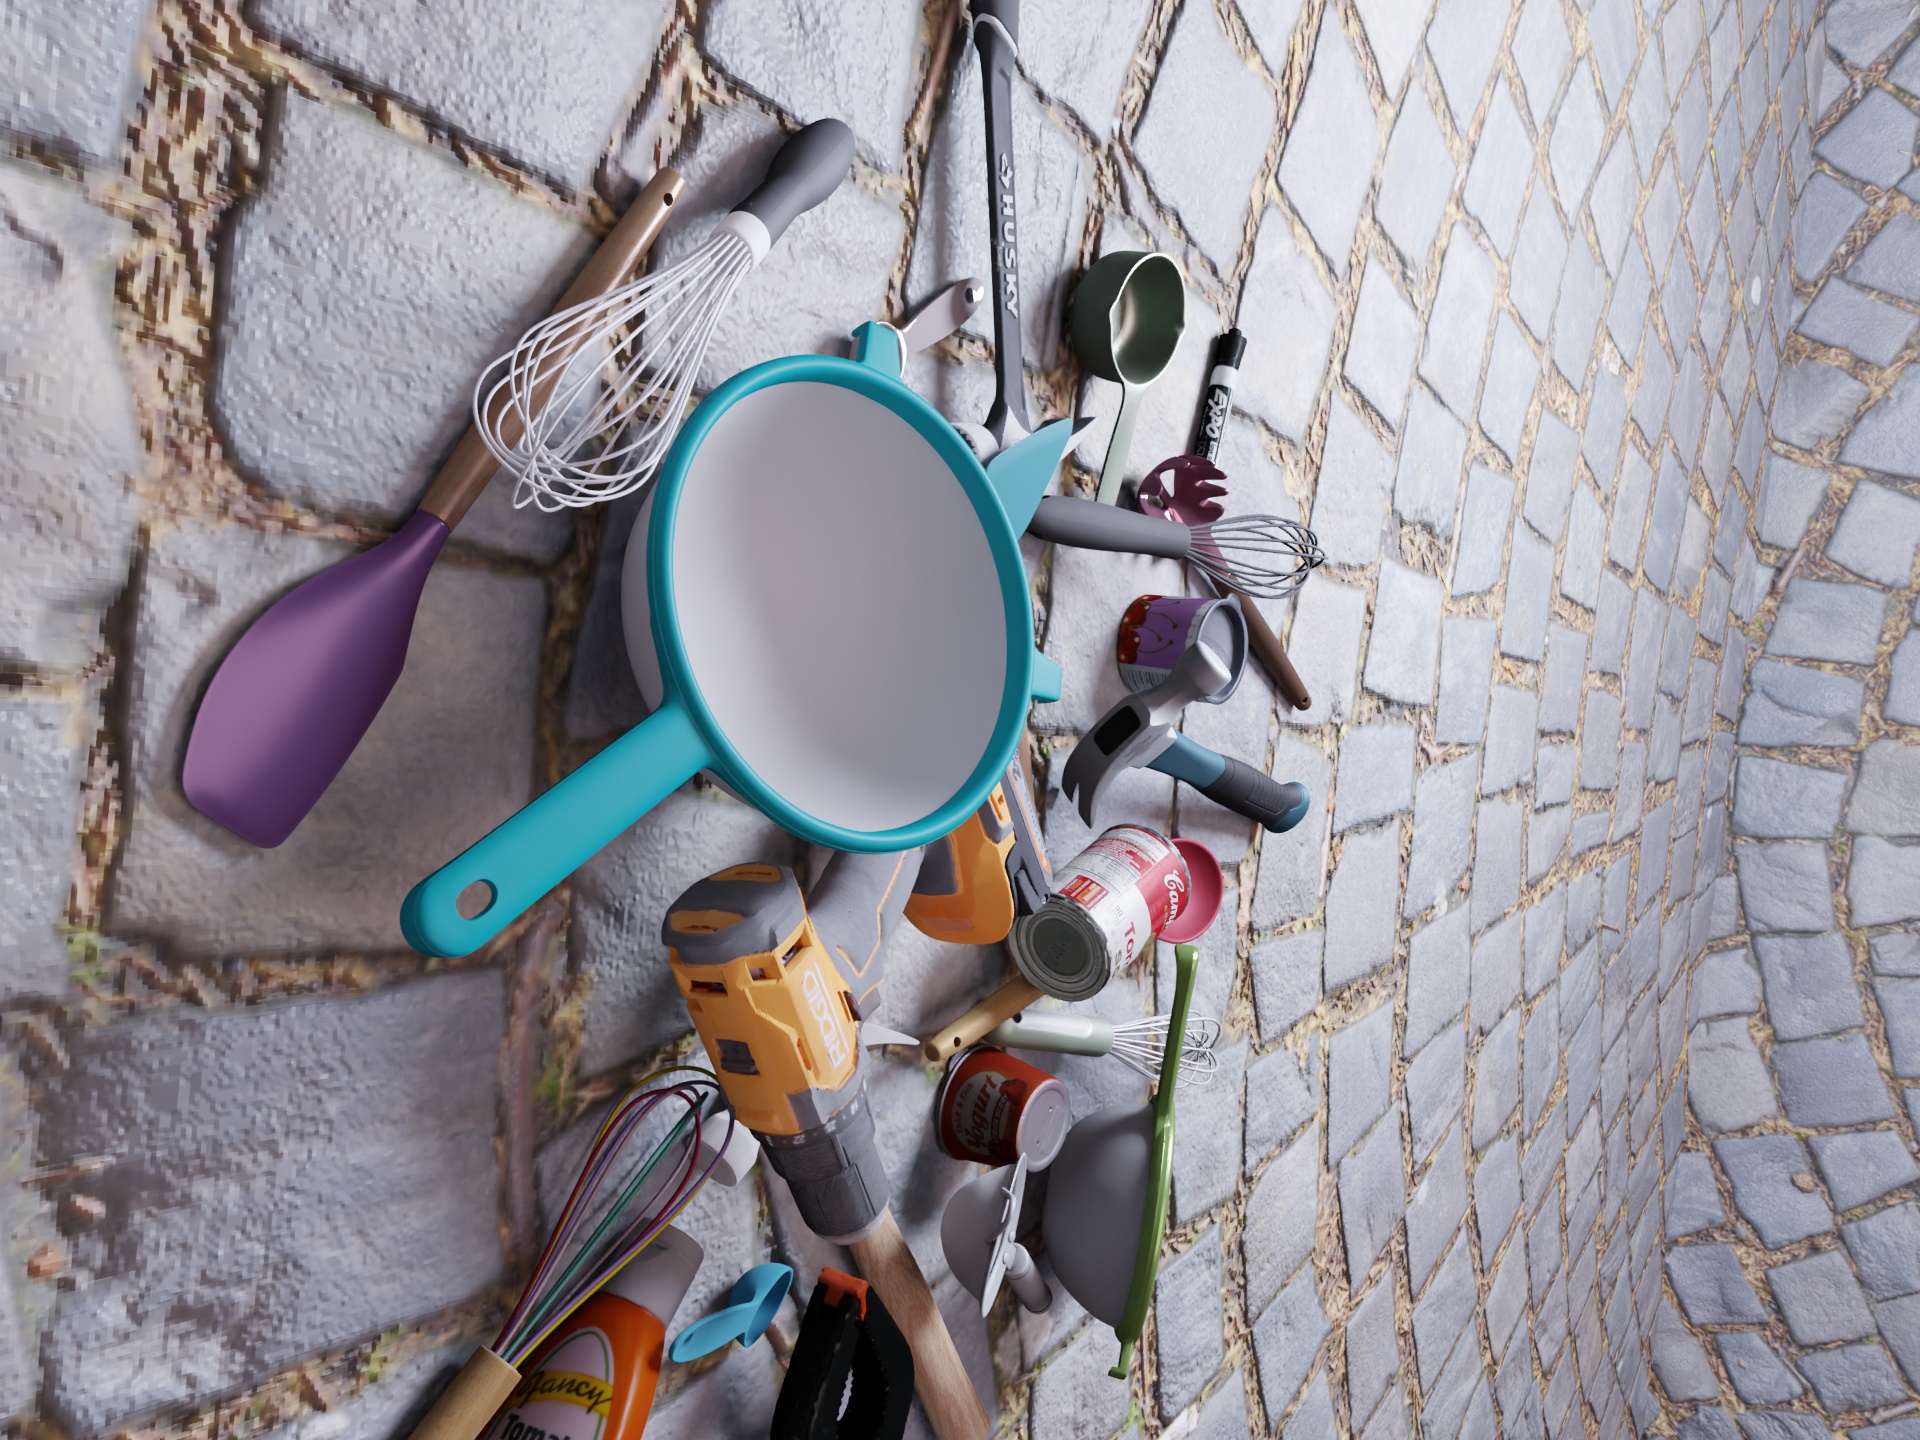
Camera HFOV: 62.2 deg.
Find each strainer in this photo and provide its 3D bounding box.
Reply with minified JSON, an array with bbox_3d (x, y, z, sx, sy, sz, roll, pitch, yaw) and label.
[{"bbox_3d":[0.092,0.248,0.956,0.151,0.069,0.256,-67,165,-72],"label":"strainer"},{"bbox_3d":[-0.105,-0.011,0.650,0.340,0.095,0.211,-42,112,-41],"label":"strainer"},{"bbox_3d":[0.026,0.306,0.904,0.258,0.050,0.087,71,33,-57],"label":"strainer"}]

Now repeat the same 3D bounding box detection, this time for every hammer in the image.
[{"bbox_3d":[0.166,0.034,1.034,0.128,0.033,0.330,-40,153,15],"label":"hammer"},{"bbox_3d":[-0.040,0.288,0.856,0.130,0.031,0.331,-47,131,-37],"label":"hammer"},{"bbox_3d":[0.022,-0.325,0.810,0.149,0.036,0.409,-20,111,-58],"label":"hammer"}]

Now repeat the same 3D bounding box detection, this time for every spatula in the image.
[{"bbox_3d":[0.035,-0.005,0.875,0.082,0.044,0.317,-36,128,-46],"label":"spatula"},{"bbox_3d":[-0.187,-0.096,0.600,0.059,0.018,0.316,51,58,-44],"label":"spatula"}]

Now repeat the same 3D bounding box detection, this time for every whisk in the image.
[{"bbox_3d":[0.127,-0.108,0.948,0.238,0.055,0.055,5,93,-33],"label":"whisk"},{"bbox_3d":[-0.103,-0.178,0.642,0.285,0.070,0.070,-63,140,-41],"label":"whisk"},{"bbox_3d":[0.092,0.200,1.001,0.246,0.058,0.059,19,116,-48],"label":"whisk"},{"bbox_3d":[-0.179,0.246,0.663,0.047,0.051,0.245,45,62,-13],"label":"whisk"}]

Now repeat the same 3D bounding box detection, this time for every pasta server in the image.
[{"bbox_3d":[0.190,-0.082,1.081,0.060,0.040,0.315,-45,139,0],"label":"pasta server"}]

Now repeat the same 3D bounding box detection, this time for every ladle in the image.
[{"bbox_3d":[0.075,0.140,0.965,0.315,0.031,0.069,-22,95,-52],"label":"ladle"}]

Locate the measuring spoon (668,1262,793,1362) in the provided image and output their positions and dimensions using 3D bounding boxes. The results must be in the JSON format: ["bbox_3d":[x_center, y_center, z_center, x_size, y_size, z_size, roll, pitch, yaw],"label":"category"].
[{"bbox_3d":[-0.112,0.274,0.737,0.042,0.021,0.128,-63,162,-3],"label":"measuring spoon"}]

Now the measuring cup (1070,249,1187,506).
[{"bbox_3d":[0.086,-0.191,0.932,0.083,0.038,0.167,-8,115,-51],"label":"measuring cup"}]

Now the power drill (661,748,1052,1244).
[{"bbox_3d":[-0.037,0.114,0.753,0.226,0.084,0.185,-47,127,-49],"label":"power drill"}]

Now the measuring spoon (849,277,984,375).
[{"bbox_3d":[-0.022,-0.199,0.804,0.124,0.018,0.034,-47,133,-46],"label":"measuring spoon"}]
